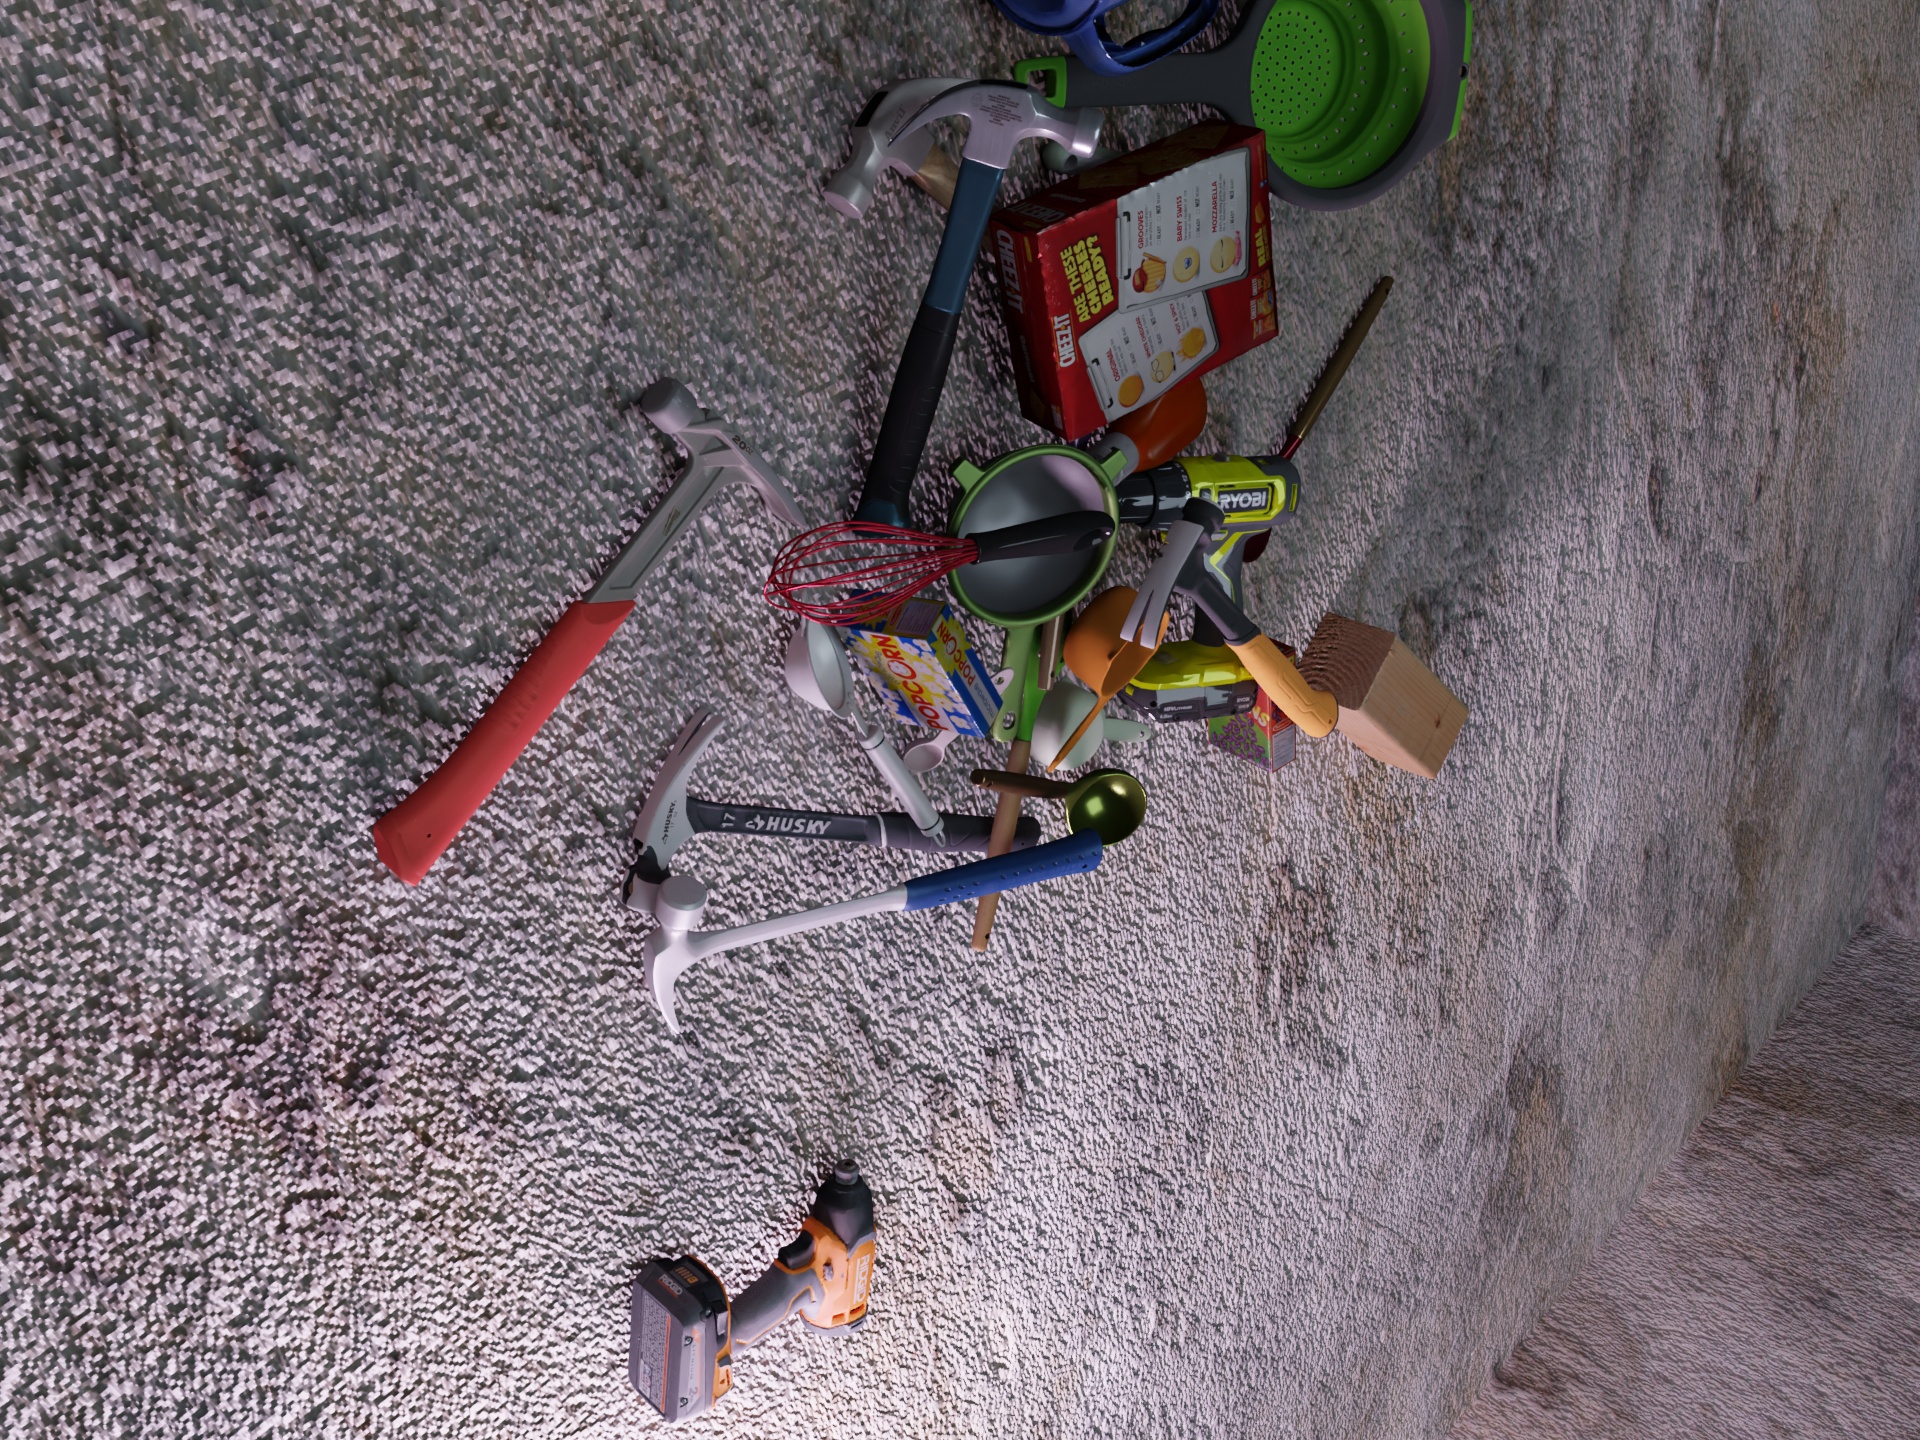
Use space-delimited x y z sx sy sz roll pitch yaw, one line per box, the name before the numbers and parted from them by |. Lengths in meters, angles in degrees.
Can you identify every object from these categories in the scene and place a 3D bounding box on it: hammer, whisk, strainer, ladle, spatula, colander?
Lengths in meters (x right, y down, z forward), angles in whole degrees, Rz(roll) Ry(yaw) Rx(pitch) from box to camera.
hammer | -0.079 0.081 1.262 0.408 0.036 0.149 8 102 -46
hammer | -0.058 0.144 1.242 0.405 0.035 0.144 -10 136 -34
hammer | 0.247 -0.056 1.358 0.336 0.034 0.127 36 78 -49
hammer | -0.249 -0.043 1.040 0.359 0.037 0.149 -55 136 -11
hammer | 0.043 -0.347 1.170 0.331 0.031 0.130 31 86 -44
whisk | -0.009 -0.121 1.148 0.295 0.073 0.073 -13 118 -30
strainer | 0.038 -0.107 1.263 0.151 0.069 0.256 -8 123 -25
ladle | 0.325 -0.285 1.483 0.069 0.031 0.315 39 79 -42
spatula | 0.090 -0.181 1.287 0.059 0.018 0.316 1 99 -45
colander | 0.208 -0.503 1.238 0.397 0.095 0.204 -10 117 -21
strainer | -0.074 0.008 1.203 0.050 0.087 0.258 -21 123 18
hammer | -0.015 -0.270 1.088 0.128 0.033 0.330 17 121 -5
whisk | 0.160 -0.424 1.248 0.246 0.059 0.057 -4 139 -38
ladle | 0.082 0.065 1.324 0.078 0.062 0.320 -49 159 11

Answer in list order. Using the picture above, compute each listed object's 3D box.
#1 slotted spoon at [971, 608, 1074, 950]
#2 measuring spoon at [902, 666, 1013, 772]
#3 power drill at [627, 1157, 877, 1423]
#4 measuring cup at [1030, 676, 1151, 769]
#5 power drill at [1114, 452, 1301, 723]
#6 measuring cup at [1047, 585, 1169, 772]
slotted spoon | 0.049 0.042 1.337 0.070 0.031 0.314 8 96 -46
measuring spoon | -0.002 -0.004 1.272 0.034 0.018 0.124 26 119 -39
power drill | -0.162 0.468 1.332 0.226 0.084 0.164 -12 116 -45
measuring cup | 0.126 0.010 1.420 0.167 0.038 0.083 7 104 -43
power drill | 0.194 -0.119 1.389 0.190 0.080 0.228 -7 113 -24
measuring cup | 0.104 -0.036 1.327 0.173 0.052 0.095 -57 160 23
